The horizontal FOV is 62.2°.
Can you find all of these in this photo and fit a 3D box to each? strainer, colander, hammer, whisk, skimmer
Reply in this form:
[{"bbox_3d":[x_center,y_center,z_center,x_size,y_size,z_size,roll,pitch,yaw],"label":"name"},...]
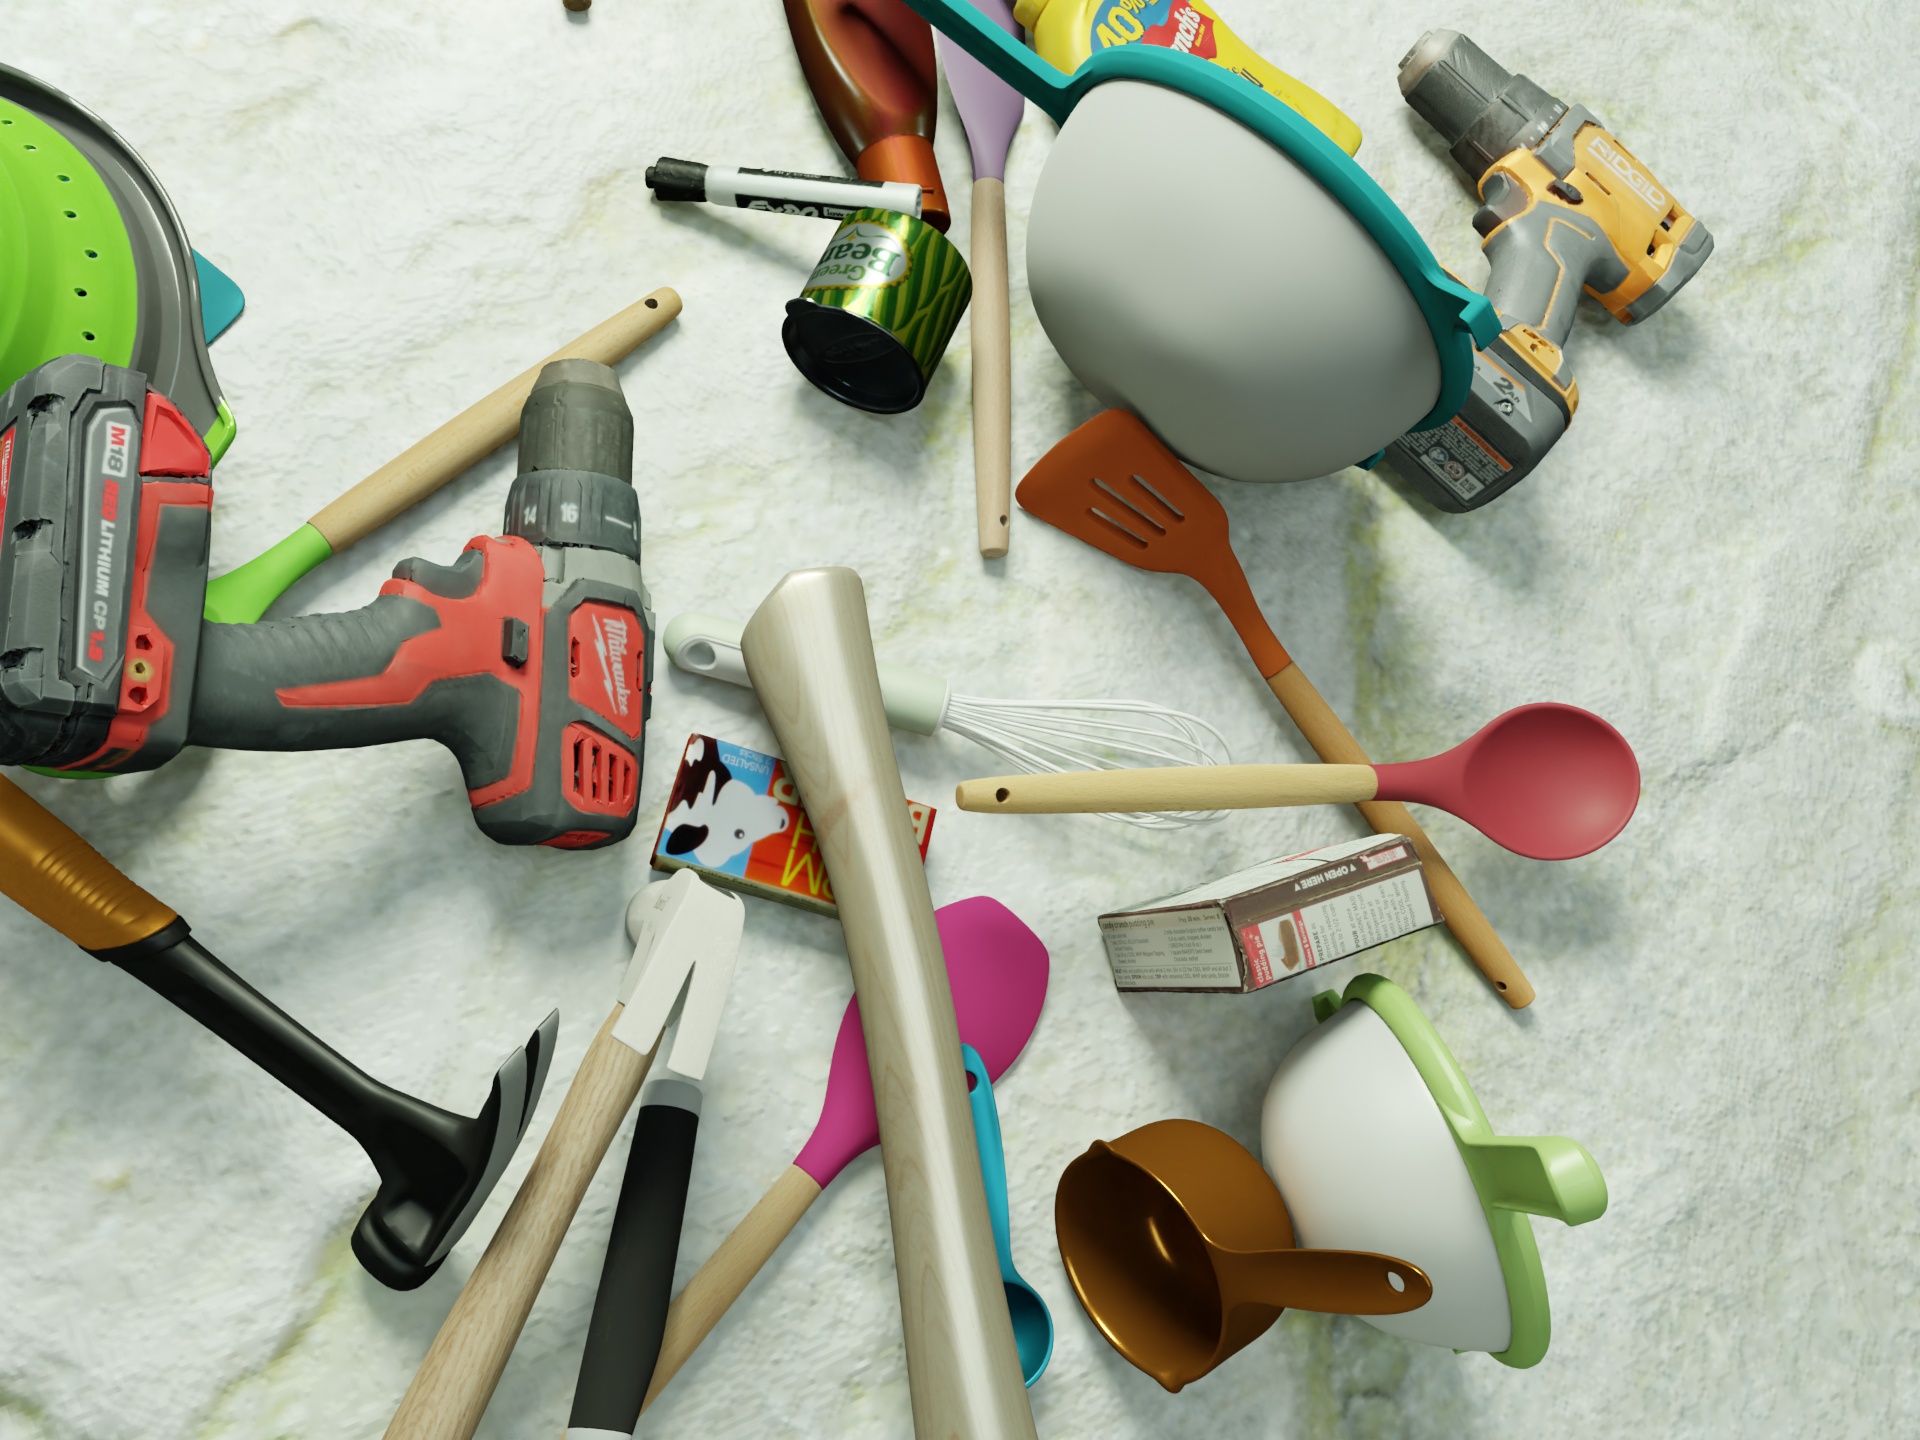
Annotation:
[{"bbox_3d":[0.152,0.164,0.550,0.069,0.256,0.152,-19,75,-2],"label":"strainer"},{"bbox_3d":[-0.433,-0.195,0.526,0.397,0.094,0.204,40,83,3],"label":"colander"},{"bbox_3d":[0.050,-0.206,0.665,0.340,0.211,0.095,40,87,4],"label":"strainer"},{"bbox_3d":[-0.156,0.201,0.516,0.031,0.130,0.331,29,76,-14],"label":"hammer"},{"bbox_3d":[-0.287,0.052,0.519,0.337,0.127,0.034,35,31,1],"label":"hammer"},{"bbox_3d":[-0.001,-0.002,0.651,0.246,0.057,0.059,15,36,-8],"label":"whisk"},{"bbox_3d":[-0.005,0.140,0.577,0.146,0.038,0.411,-11,79,-5],"label":"hammer"},{"bbox_3d":[-0.134,0.273,0.469,0.127,0.090,0.364,-5,56,19],"label":"skimmer"}]

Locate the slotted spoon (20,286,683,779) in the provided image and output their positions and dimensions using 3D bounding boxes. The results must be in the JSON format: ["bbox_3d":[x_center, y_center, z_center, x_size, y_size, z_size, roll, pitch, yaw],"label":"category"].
[{"bbox_3d":[-0.225,-0.083,0.614,0.070,0.031,0.314,43,64,7],"label":"slotted spoon"}]

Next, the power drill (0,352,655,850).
[{"bbox_3d":[-0.204,-0.056,0.546,0.226,0.080,0.188,11,74,-43],"label":"power drill"}]

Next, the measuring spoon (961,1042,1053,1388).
[{"bbox_3d":[0.007,0.189,0.608,0.042,0.021,0.129,-2,74,-21],"label":"measuring spoon"}]

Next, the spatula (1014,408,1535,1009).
[{"bbox_3d":[0.149,0.002,0.696,0.322,0.081,0.041,53,50,-3],"label":"spatula"}]

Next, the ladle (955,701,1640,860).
[{"bbox_3d":[0.146,0.028,0.651,0.315,0.031,0.069,0,85,-22],"label":"ladle"}]

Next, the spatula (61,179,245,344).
[{"bbox_3d":[-0.421,-0.244,0.603,0.317,0.044,0.082,40,68,2],"label":"spatula"}]

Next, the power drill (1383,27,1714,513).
[{"bbox_3d":[0.255,-0.232,0.783,0.185,0.084,0.226,42,62,-1],"label":"power drill"}]

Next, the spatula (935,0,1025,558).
[{"bbox_3d":[0.011,-0.225,0.732,0.059,0.018,0.316,12,70,-40],"label":"spatula"}]

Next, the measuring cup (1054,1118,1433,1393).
[{"bbox_3d":[0.107,0.185,0.561,0.052,0.173,0.095,-15,87,-39],"label":"measuring cup"}]

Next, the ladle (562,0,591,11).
[{"bbox_3d":[-0.179,-0.478,0.702,0.078,0.062,0.320,-4,88,-27],"label":"ladle"}]

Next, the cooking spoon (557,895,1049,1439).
[{"bbox_3d":[-0.073,0.189,0.585,0.069,0.017,0.319,43,66,-1],"label":"cooking spoon"}]
